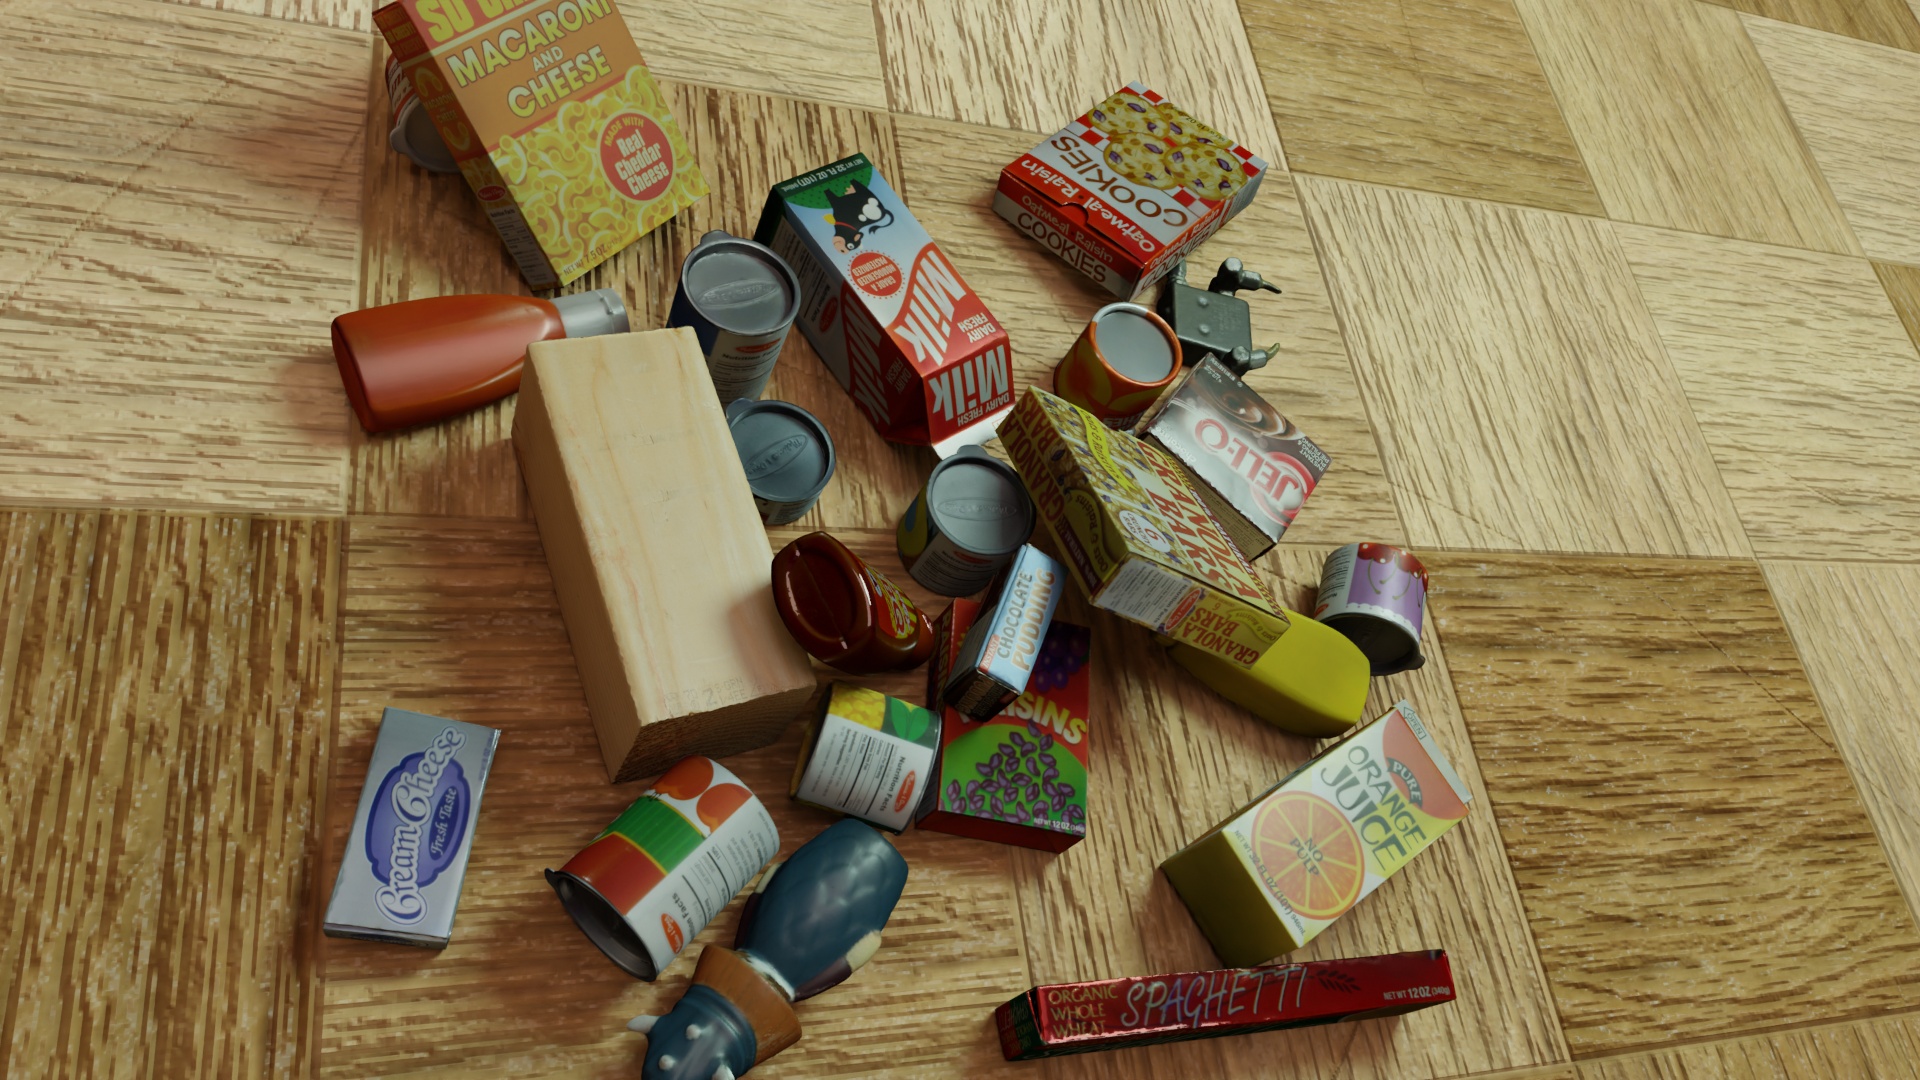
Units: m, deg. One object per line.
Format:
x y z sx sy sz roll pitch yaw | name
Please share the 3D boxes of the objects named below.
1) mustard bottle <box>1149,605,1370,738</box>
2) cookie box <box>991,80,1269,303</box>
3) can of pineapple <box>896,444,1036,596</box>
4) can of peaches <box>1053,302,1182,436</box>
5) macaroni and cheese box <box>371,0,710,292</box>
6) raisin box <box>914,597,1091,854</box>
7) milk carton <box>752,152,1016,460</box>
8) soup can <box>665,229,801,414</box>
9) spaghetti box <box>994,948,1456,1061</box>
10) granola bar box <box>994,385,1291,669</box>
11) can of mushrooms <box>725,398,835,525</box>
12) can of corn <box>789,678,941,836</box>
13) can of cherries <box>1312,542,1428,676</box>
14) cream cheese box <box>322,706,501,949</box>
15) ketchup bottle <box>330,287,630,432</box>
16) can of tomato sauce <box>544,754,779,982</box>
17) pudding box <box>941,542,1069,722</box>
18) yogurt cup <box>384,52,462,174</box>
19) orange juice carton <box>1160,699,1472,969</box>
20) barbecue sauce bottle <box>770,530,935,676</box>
0.166 0.062 0.833 0.160 0.048 0.065 27 56 -5 | mustard bottle
0.121 -0.250 0.979 0.123 0.040 0.168 38 54 15 | cookie box
0.003 -0.010 0.799 0.071 0.057 0.071 10 59 -18 | can of pineapple
0.103 -0.109 0.896 0.071 0.057 0.071 10 59 -17 | can of peaches
-0.231 -0.245 0.788 0.124 0.040 0.165 -46 123 -35 | macaroni and cheese box
0.025 0.101 0.759 0.086 0.040 0.124 13 60 -15 | raisin box
-0.041 -0.133 0.840 0.072 0.073 0.191 -30 77 -33 | milk carton
-0.134 -0.122 0.789 0.071 0.083 0.071 10 59 -18 | soup can
0.141 0.240 0.723 0.250 0.050 0.029 2 61 -22 | spaghetti box
0.100 -0.010 0.782 0.124 0.039 0.166 23 26 -32 | granola bar box
-0.108 -0.046 0.787 0.071 0.033 0.071 10 60 -17 | can of mushrooms
-0.049 0.109 0.708 0.058 0.070 0.071 20 57 -10 | can of corn
0.259 0.044 0.871 0.071 0.071 0.059 26 55 -7 | can of cherries
-0.249 0.131 0.635 0.053 0.024 0.104 13 59 -15 | cream cheese box
-0.255 -0.106 0.753 0.149 0.043 0.065 -19 77 -30 | ketchup bottle
-0.137 0.150 0.648 0.071 0.071 0.083 44 55 5 | can of tomato sauce
0.024 0.048 0.731 0.030 0.049 0.084 29 56 -8 | pudding box
-0.299 -0.256 0.808 0.072 0.072 0.054 -15 62 -29 | yogurt cup
0.213 0.159 0.784 0.193 0.072 0.072 -25 74 -32 | orange juice carton
-0.048 0.040 0.701 0.043 0.148 0.065 -30 73 5 | barbecue sauce bottle
